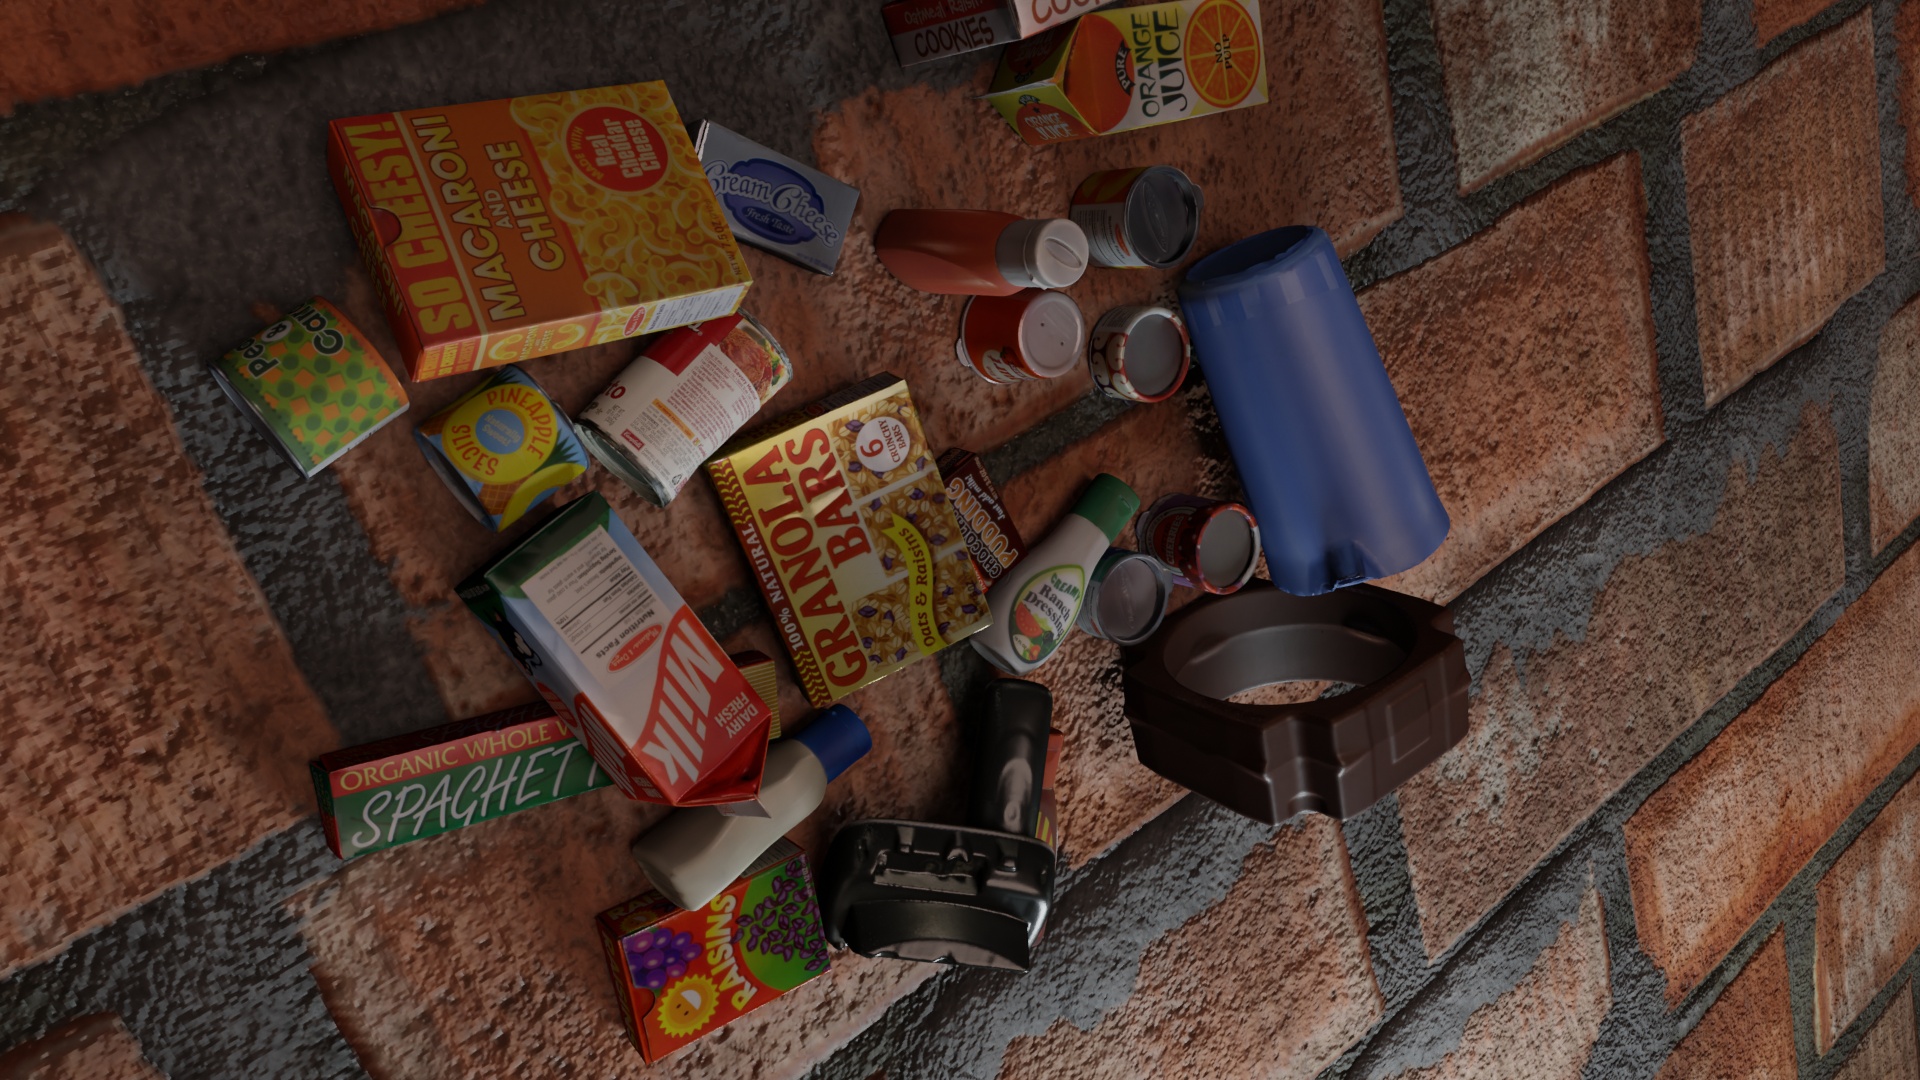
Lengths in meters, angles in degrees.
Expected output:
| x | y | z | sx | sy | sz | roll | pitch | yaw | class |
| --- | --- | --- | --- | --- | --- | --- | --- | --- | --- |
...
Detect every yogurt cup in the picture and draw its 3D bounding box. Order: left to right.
| x | y | z | sx | sy | sz | roll | pitch | yaw | class |
| --- | --- | --- | --- | --- | --- | --- | --- | --- | --- |
| 0.042 | -0.132 | 0.880 | 0.072 | 0.054 | 0.072 | -7 | 103 | -35 | yogurt cup |

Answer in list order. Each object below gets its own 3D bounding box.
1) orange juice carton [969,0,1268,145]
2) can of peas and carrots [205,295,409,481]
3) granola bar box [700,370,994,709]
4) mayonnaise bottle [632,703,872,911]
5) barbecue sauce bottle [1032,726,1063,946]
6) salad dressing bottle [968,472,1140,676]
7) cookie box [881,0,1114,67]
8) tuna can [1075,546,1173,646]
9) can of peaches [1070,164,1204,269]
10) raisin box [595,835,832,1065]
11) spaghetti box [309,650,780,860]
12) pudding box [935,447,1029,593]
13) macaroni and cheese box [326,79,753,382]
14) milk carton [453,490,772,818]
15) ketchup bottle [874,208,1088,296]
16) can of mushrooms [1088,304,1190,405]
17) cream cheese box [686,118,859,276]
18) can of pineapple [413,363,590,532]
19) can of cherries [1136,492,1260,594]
| x | y | z | sx | sy | sz | roll | pitch | yaw | class |
| --- | --- | --- | --- | --- | --- | --- | --- | --- | --- |
| 0.101 | -0.297 | 0.881 | 0.193 | 0.072 | 0.072 | -20 | 109 | -31 | orange juice carton |
| -0.301 | -0.072 | 0.641 | 0.059 | 0.071 | 0.070 | -42 | 120 | -22 | can of peas and carrots |
| -0.065 | 0.000 | 0.821 | 0.124 | 0.039 | 0.165 | -25 | 113 | -13 | granola bar box |
| -0.117 | 0.153 | 0.817 | 0.149 | 0.065 | 0.041 | -37 | 115 | -29 | mayonnaise bottle |
| 0.038 | 0.199 | 0.945 | 0.065 | 0.043 | 0.148 | 10 | 92 | -29 | barbecue sauce bottle |
| 0.065 | 0.020 | 0.930 | 0.064 | 0.044 | 0.148 | 47 | 71 | -31 | salad dressing bottle |
| 0.055 | -0.327 | 0.811 | 0.168 | 0.123 | 0.040 | -31 | 114 | -27 | cookie box |
| 0.113 | 0.037 | 0.974 | 0.071 | 0.033 | 0.071 | -7 | 103 | -34 | tuna can |
| 0.116 | -0.213 | 0.915 | 0.071 | 0.058 | 0.071 | -7 | 102 | -34 | can of peaches |
| -0.144 | 0.241 | 0.826 | 0.124 | 0.040 | 0.085 | -19 | 110 | -31 | raisin box |
| -0.216 | 0.113 | 0.759 | 0.251 | 0.028 | 0.050 | -12 | 104 | -33 | spaghetti box |
| 0.003 | -0.011 | 0.890 | 0.050 | 0.030 | 0.083 | -39 | 118 | -22 | pudding box |
| -0.203 | -0.156 | 0.678 | 0.167 | 0.040 | 0.124 | -19 | 78 | -32 | macaroni and cheese box |
| -0.169 | 0.074 | 0.727 | 0.074 | 0.072 | 0.190 | -43 | 105 | -29 | milk carton |
| 0.013 | -0.164 | 0.795 | 0.064 | 0.149 | 0.043 | 26 | 85 | -36 | ketchup bottle |
| 0.124 | -0.126 | 0.952 | 0.071 | 0.033 | 0.071 | -7 | 102 | -35 | can of mushrooms |
| -0.110 | -0.191 | 0.780 | 0.104 | 0.024 | 0.053 | 17 | 88 | -36 | cream cheese box |
| -0.229 | -0.046 | 0.695 | 0.058 | 0.071 | 0.070 | -41 | 119 | -22 | can of pineapple |
| 0.169 | 0.002 | 0.992 | 0.072 | 0.058 | 0.071 | -8 | 103 | -34 | can of cherries |
